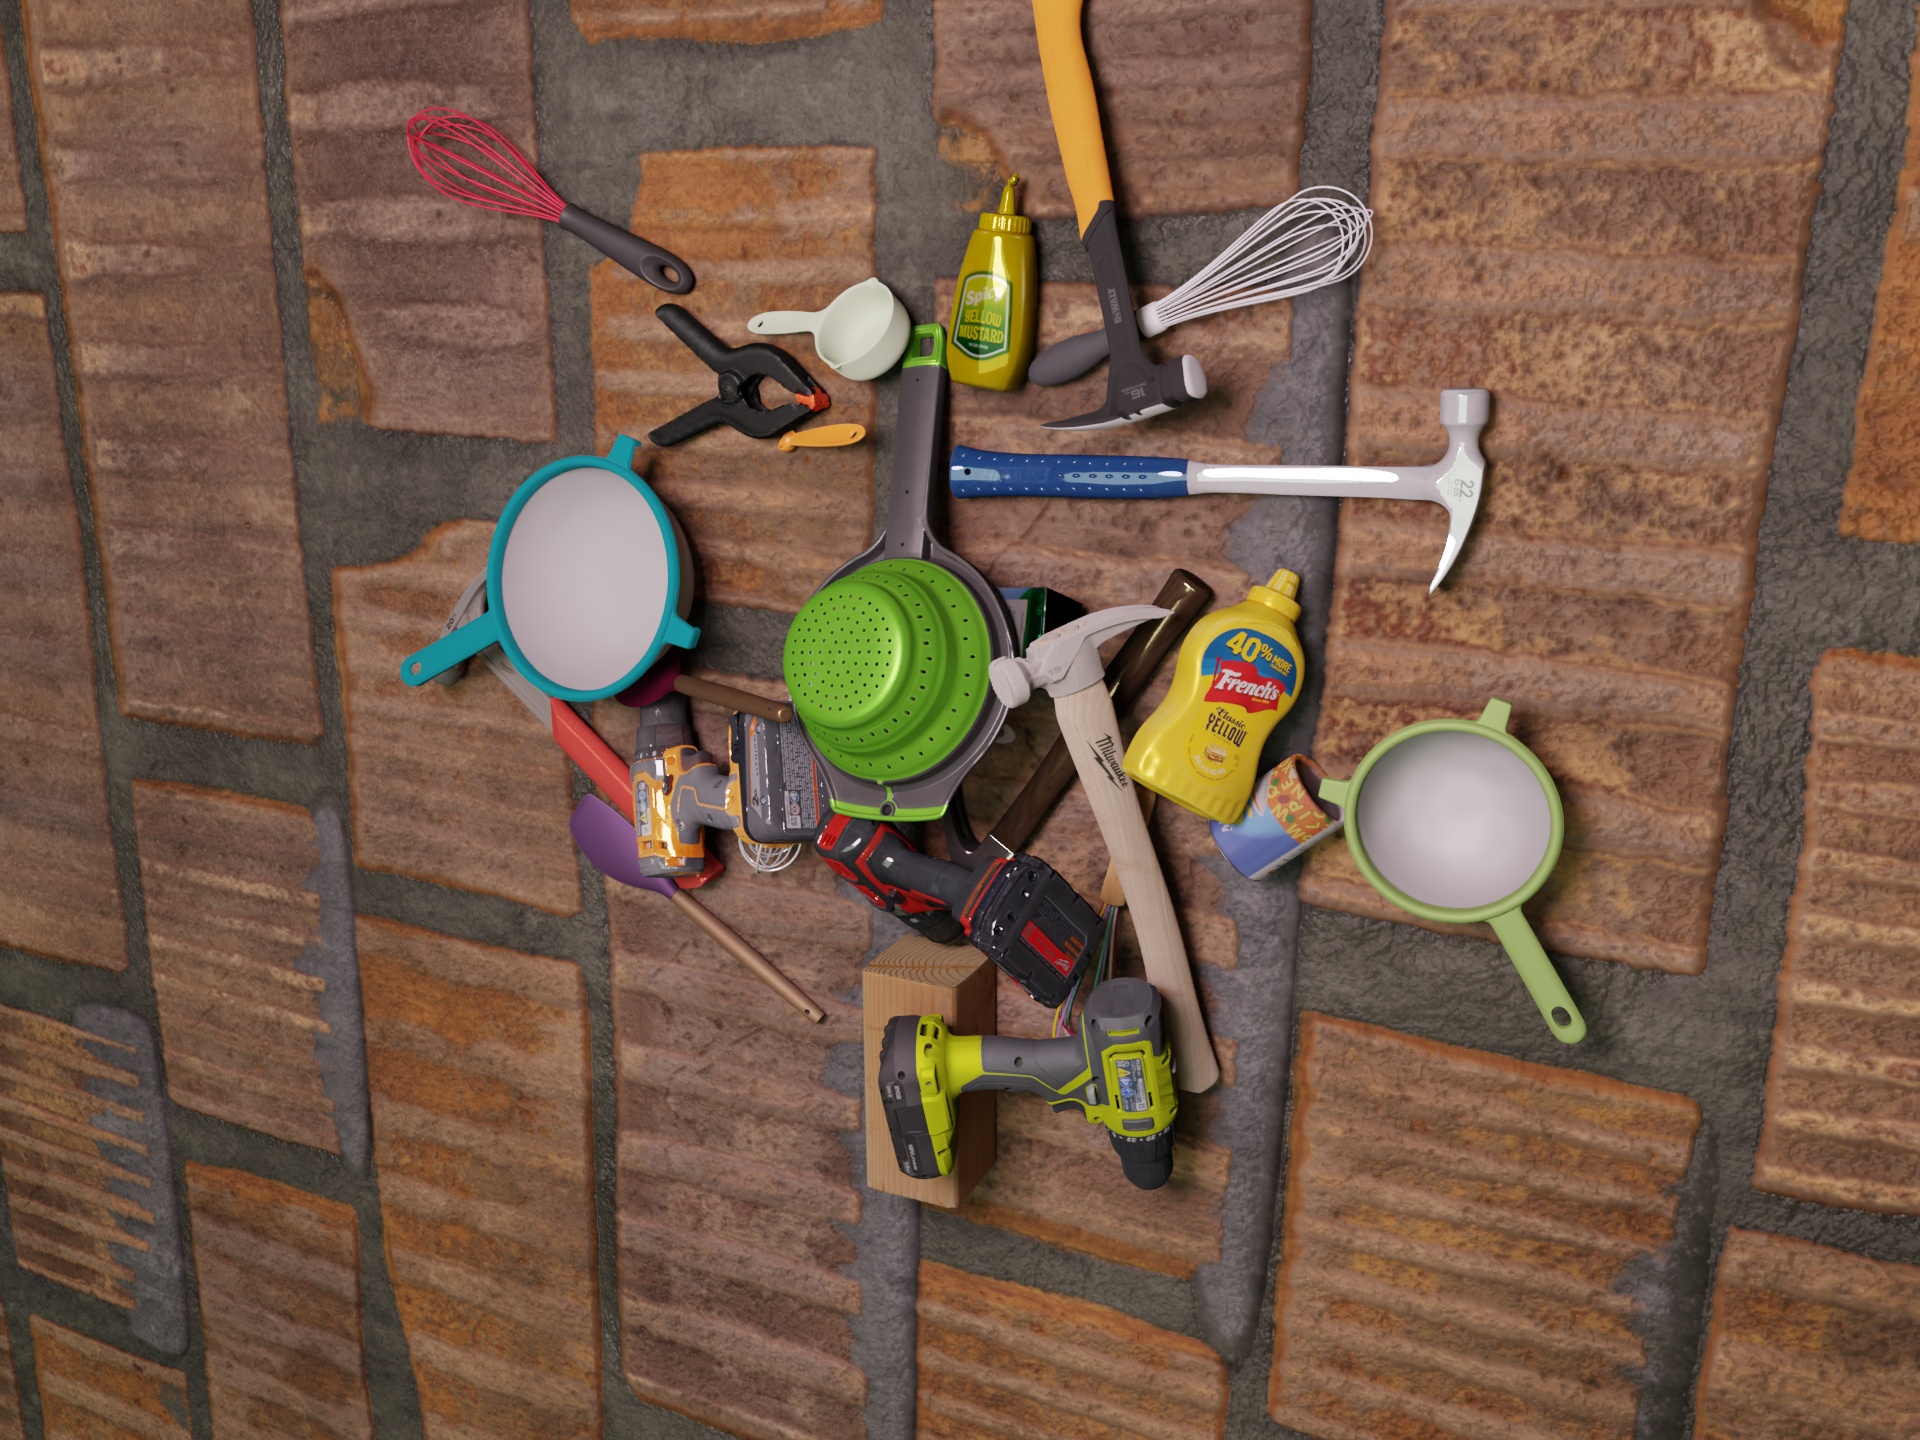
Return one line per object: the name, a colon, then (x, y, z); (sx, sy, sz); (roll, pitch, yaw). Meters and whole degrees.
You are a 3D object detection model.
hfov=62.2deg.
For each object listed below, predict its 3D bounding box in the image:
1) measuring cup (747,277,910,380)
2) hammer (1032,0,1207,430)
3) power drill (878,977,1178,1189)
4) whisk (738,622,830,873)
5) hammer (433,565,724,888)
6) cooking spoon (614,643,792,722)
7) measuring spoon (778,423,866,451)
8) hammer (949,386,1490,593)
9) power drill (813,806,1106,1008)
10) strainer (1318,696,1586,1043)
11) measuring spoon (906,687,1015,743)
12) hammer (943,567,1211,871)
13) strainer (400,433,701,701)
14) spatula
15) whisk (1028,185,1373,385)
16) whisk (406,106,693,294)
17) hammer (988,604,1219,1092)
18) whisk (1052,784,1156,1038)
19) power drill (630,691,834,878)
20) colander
measuring cup: (-0.108, -0.314, 1.295); (0.168, 0.038, 0.083); (13, 76, 41)
hammer: (0.090, -0.381, 1.158); (0.127, 0.034, 0.337); (-11, 89, 37)
power drill: (0.061, 0.304, 1.274); (0.228, 0.080, 0.190); (-6, 118, 8)
whisk: (-0.149, 0.022, 1.397); (0.058, 0.059, 0.246); (16, 105, 4)
hammer: (-0.351, 0.017, 1.495); (0.359, 0.037, 0.149); (44, 117, 9)
cooking spoon: (-0.224, -0.028, 1.339); (0.319, 0.017, 0.069); (15, 71, 54)
measuring spoon: (-0.112, -0.231, 1.307); (0.117, 0.011, 0.021); (7, 67, 49)
hammer: (0.183, -0.176, 1.196); (0.405, 0.035, 0.144); (5, 105, 24)
power drill: (0.004, 0.150, 1.268); (0.227, 0.187, 0.080); (17, 68, 44)
strainer: (0.386, 0.112, 1.158); (0.151, 0.069, 0.256); (-30, 91, 26)
measuring spoon: (-0.002, -0.004, 1.325); (0.124, 0.018, 0.034); (21, 100, 32)
hammer: (0.094, 0.014, 1.290); (0.130, 0.031, 0.331); (39, 116, 11)
strainer: (-0.360, -0.100, 1.431); (0.340, 0.095, 0.211); (-23, 81, 28)
spatula: (-0.251, 0.182, 1.501); (0.316, 0.018, 0.059); (37, 107, 13)
whisk: (0.168, -0.307, 1.162); (0.284, 0.070, 0.070); (-19, 95, 33)
whisk: (-0.354, -0.442, 1.367); (0.296, 0.073, 0.073); (30, 114, 8)
hammer: (0.147, 0.112, 1.248); (0.038, 0.146, 0.410); (30, 141, 64)
whisk: (0.123, 0.168, 1.317); (0.047, 0.051, 0.245); (14, 106, -1)
power drill: (-0.209, 0.035, 1.375); (0.226, 0.084, 0.185); (-15, 77, 45)
colander: (-0.060, -0.124, 1.219); (0.204, 0.094, 0.397); (1, 82, 29)
